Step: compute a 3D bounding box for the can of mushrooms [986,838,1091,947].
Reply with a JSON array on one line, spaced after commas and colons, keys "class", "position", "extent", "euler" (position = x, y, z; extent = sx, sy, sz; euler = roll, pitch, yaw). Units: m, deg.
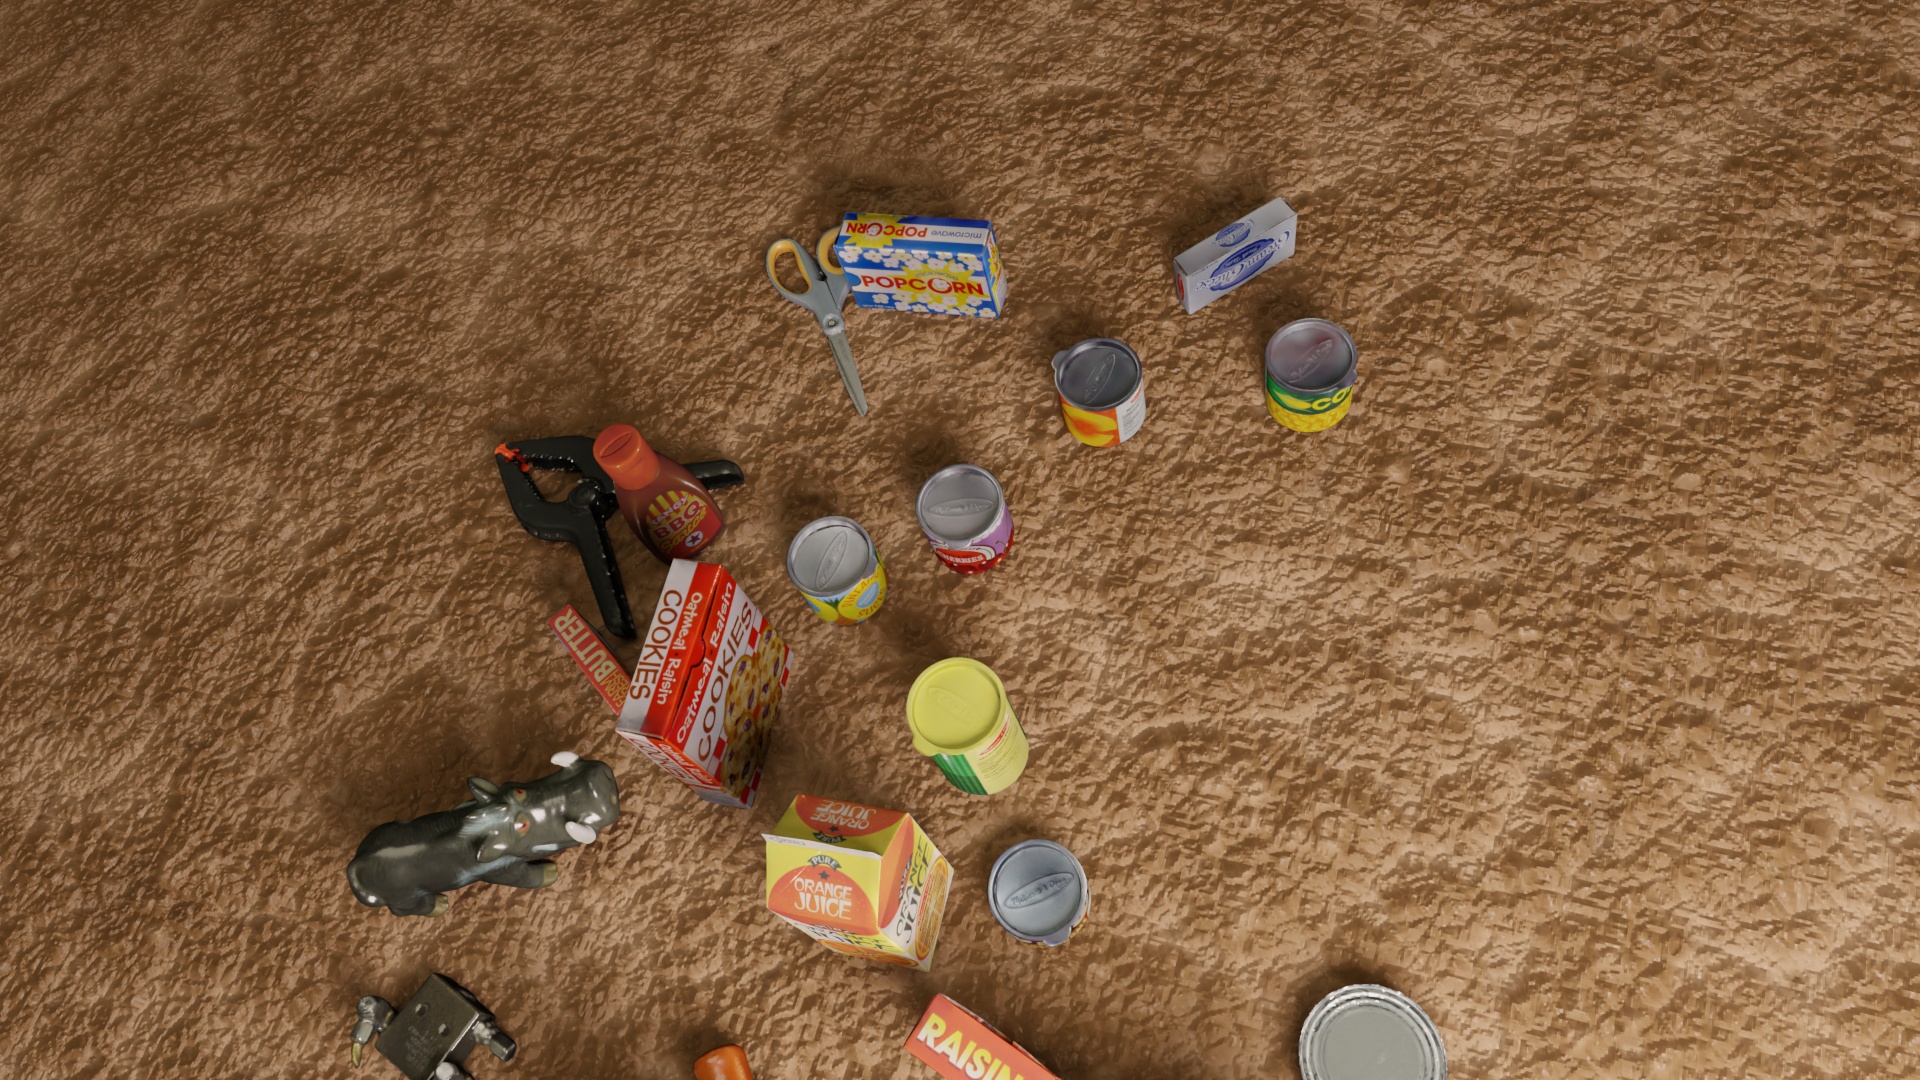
[{"class": "can of mushrooms", "position": [0.053, 0.237, 0.921], "extent": [0.071, 0.033, 0.071], "euler": [-5, 63, 9]}]

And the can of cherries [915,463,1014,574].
[{"class": "can of cherries", "position": [0.004, -0.013, 1.042], "extent": [0.071, 0.058, 0.072], "euler": [-5, 63, 9]}]

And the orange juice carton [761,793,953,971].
[{"class": "orange juice carton", "position": [-0.063, 0.212, 0.867], "extent": [0.072, 0.192, 0.073], "euler": [8, 66, 15]}]

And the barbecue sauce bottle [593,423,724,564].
[{"class": "barbecue sauce bottle", "position": [-0.231, -0.037, 1.050], "extent": [0.065, 0.148, 0.044], "euler": [-39, 63, -8]}]

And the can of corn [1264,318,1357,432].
[{"class": "can of corn", "position": [0.264, -0.122, 1.044], "extent": [0.071, 0.058, 0.071], "euler": [-5, 63, 9]}]

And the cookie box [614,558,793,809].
[{"class": "cookie box", "position": [-0.170, 0.102, 0.957], "extent": [0.040, 0.166, 0.123], "euler": [7, 66, 15]}]

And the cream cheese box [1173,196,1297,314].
[{"class": "cream cheese box", "position": [0.219, -0.227, 1.109], "extent": [0.104, 0.053, 0.024], "euler": [-31, 62, -5]}]

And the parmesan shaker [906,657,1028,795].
[{"class": "parmesan shaker", "position": [0.004, 0.130, 0.944], "extent": [0.071, 0.102, 0.071], "euler": [-5, 63, 9]}]

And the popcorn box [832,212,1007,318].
[{"class": "popcorn box", "position": [-0.031, -0.226, 1.140], "extent": [0.127, 0.085, 0.038], "euler": [7, 66, 15]}]

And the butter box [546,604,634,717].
[{"class": "butter box", "position": [-0.266, 0.097, 1.044], "extent": [0.024, 0.053, 0.104], "euler": [-41, 63, -9]}]

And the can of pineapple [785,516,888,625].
[{"class": "can of pineapple", "position": [-0.090, 0.025, 1.042], "extent": [0.071, 0.057, 0.071], "euler": [-5, 63, 9]}]

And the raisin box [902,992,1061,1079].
[{"class": "raisin box", "position": [0.021, 0.319, 0.835], "extent": [0.086, 0.123, 0.040], "euler": [29, 73, 23]}]

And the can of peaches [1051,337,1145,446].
[{"class": "can of peaches", "position": [0.107, -0.115, 1.072], "extent": [0.071, 0.058, 0.071], "euler": [-5, 63, 9]}]
